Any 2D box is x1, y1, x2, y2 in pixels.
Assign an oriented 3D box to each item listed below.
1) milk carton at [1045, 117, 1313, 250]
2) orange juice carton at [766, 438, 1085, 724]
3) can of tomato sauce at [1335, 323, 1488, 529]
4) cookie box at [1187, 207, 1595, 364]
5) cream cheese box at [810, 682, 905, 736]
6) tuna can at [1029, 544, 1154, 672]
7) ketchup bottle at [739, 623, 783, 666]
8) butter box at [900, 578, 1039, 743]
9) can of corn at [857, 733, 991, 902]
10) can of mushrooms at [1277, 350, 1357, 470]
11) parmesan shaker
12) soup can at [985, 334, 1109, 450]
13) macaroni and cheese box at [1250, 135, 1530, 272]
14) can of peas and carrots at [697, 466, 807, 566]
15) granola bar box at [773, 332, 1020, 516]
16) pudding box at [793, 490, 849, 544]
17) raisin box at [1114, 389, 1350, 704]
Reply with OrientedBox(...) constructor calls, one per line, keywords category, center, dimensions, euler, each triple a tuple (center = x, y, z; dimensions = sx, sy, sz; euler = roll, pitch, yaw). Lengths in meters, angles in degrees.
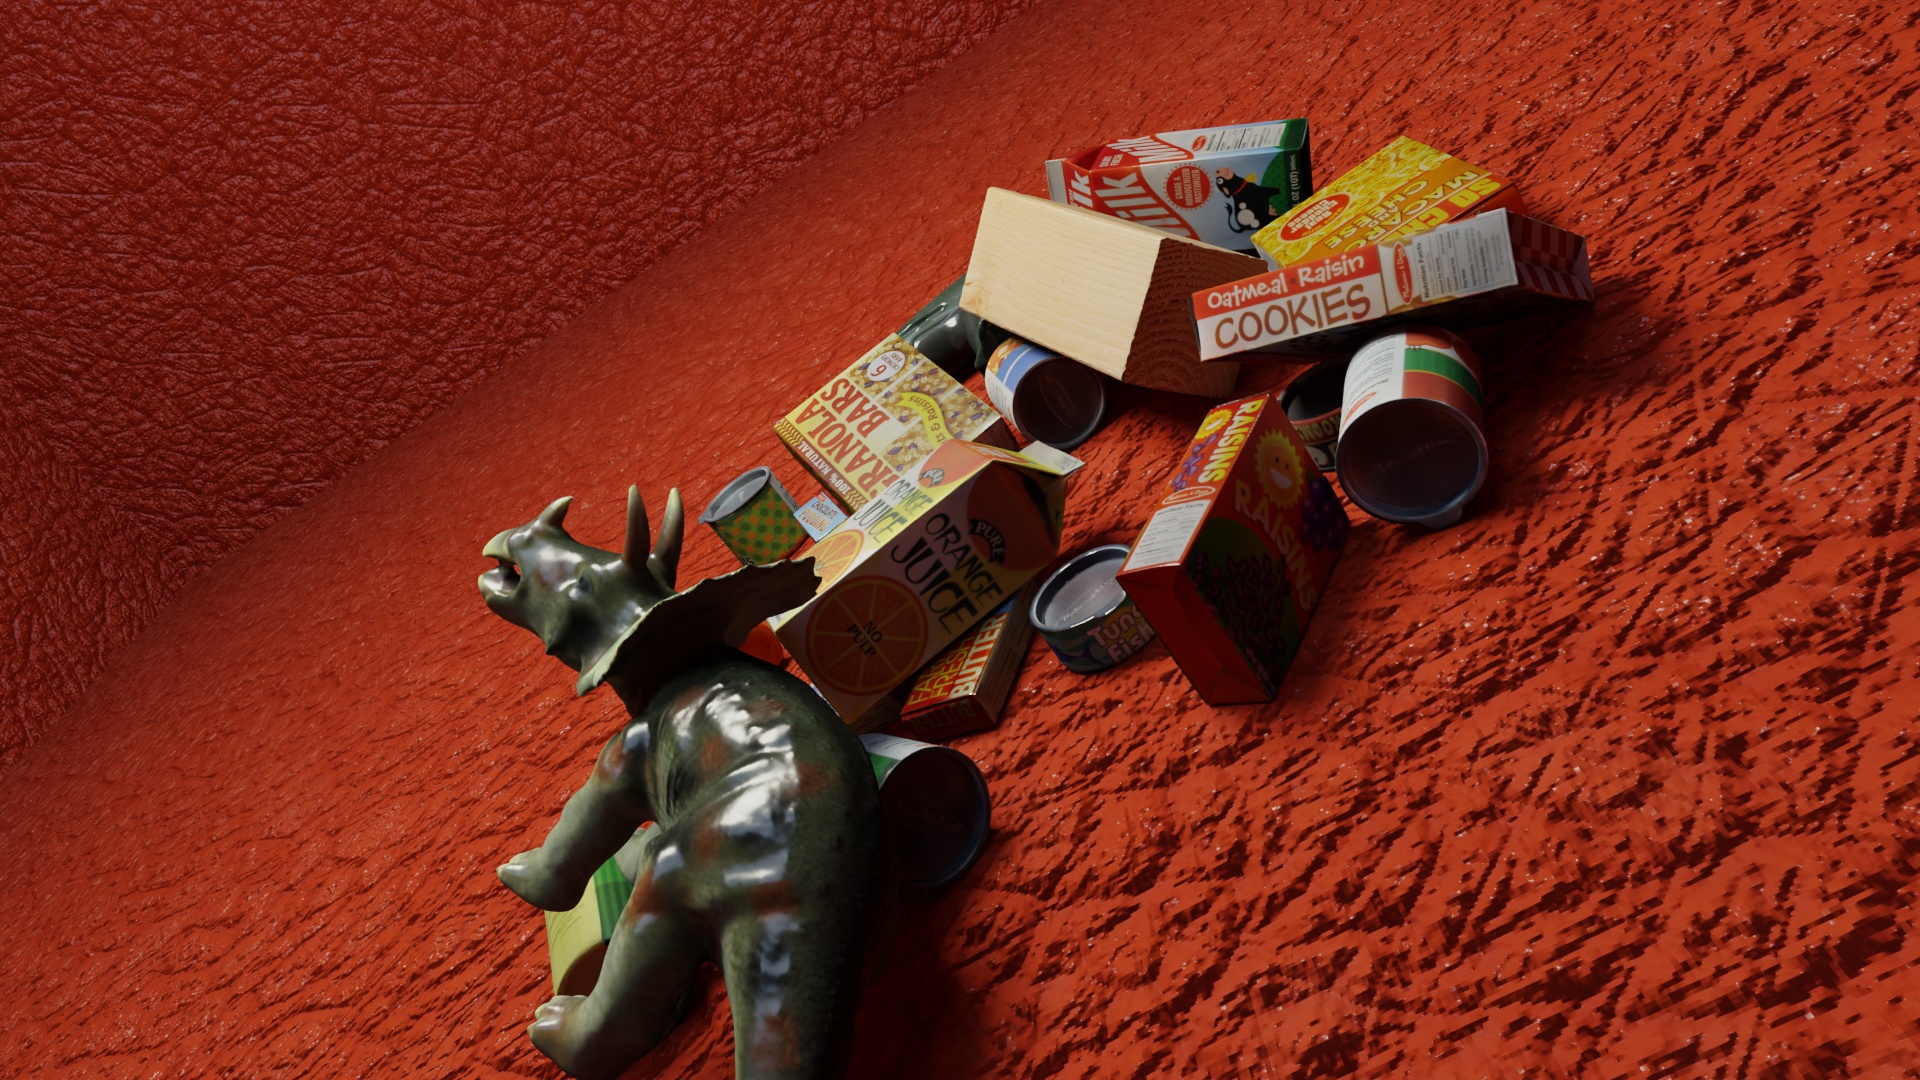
OrientedBox(category="milk carton", center=(0.159, -0.256, 1.022), dimensions=(0.190, 0.072, 0.074), euler=(0, 33, 19))
OrientedBox(category="orange juice carton", center=(-0.017, 0.008, 0.788), dimensions=(0.193, 0.073, 0.072), euler=(-39, 22, -6))
OrientedBox(category="can of tomato sauce", center=(0.216, -0.056, 0.660), dimensions=(0.071, 0.071, 0.083), euler=(-22, 23, 30))
OrientedBox(category="cookie box", center=(0.223, -0.127, 0.725), dimensions=(0.167, 0.040, 0.123), euler=(-9, -2, 40))
OrientedBox(category="cream cheese box", center=(-0.081, 0.106, 0.816), dimensions=(0.103, 0.024, 0.053), euler=(-32, 23, 9))
OrientedBox(category="tuna can", center=(0.073, 0.036, 0.726), dimensions=(0.071, 0.032, 0.071), euler=(-30, 24, 15))
OrientedBox(category="ketchup bottle", center=(-0.179, 0.075, 0.982), dimensions=(0.065, 0.043, 0.149), euler=(-43, 24, -17))
OrientedBox(category="butter box", center=(0.008, 0.064, 0.772), dimensions=(0.053, 0.024, 0.104), euler=(-20, 28, 35))
OrientedBox(category="can of corn", center=(-0.030, 0.129, 0.655), dimensions=(0.071, 0.071, 0.058), euler=(-48, 25, -25))
OrientedBox(category="can of mushrooms", center=(0.204, -0.069, 0.744), dimensions=(0.071, 0.033, 0.071), euler=(-29, 24, 14))
OrientedBox(category="parmesan shaker", center=(-0.178, 0.207, 0.711), dimensions=(0.071, 0.071, 0.103), euler=(-39, 24, -6))
OrientedBox(category="soup can", center=(0.060, -0.107, 0.968), dimensions=(0.071, 0.071, 0.084), euler=(-36, 23, 1))
OrientedBox(category="macaroni and cheese box", center=(0.267, -0.194, 0.882), dimensions=(0.123, 0.040, 0.167), euler=(-33, 23, 9))
OrientedBox(category="can of peas and carrots", center=(-0.164, -0.015, 1.109), dimensions=(0.071, 0.058, 0.071), euler=(-30, 24, 15))
OrientedBox(category="granola bar box", center=(-0.051, -0.076, 1.035), dimensions=(0.124, 0.039, 0.166), euler=(-39, 42, -7))
OrientedBox(category="pudding box", center=(-0.085, 0.000, 0.987), dimensions=(0.030, 0.049, 0.084), euler=(-40, 23, -4))
OrientedBox(category="raisin box", center=(0.130, 0.002, 0.646), dimensions=(0.040, 0.086, 0.124), euler=(-14, 32, 45))
